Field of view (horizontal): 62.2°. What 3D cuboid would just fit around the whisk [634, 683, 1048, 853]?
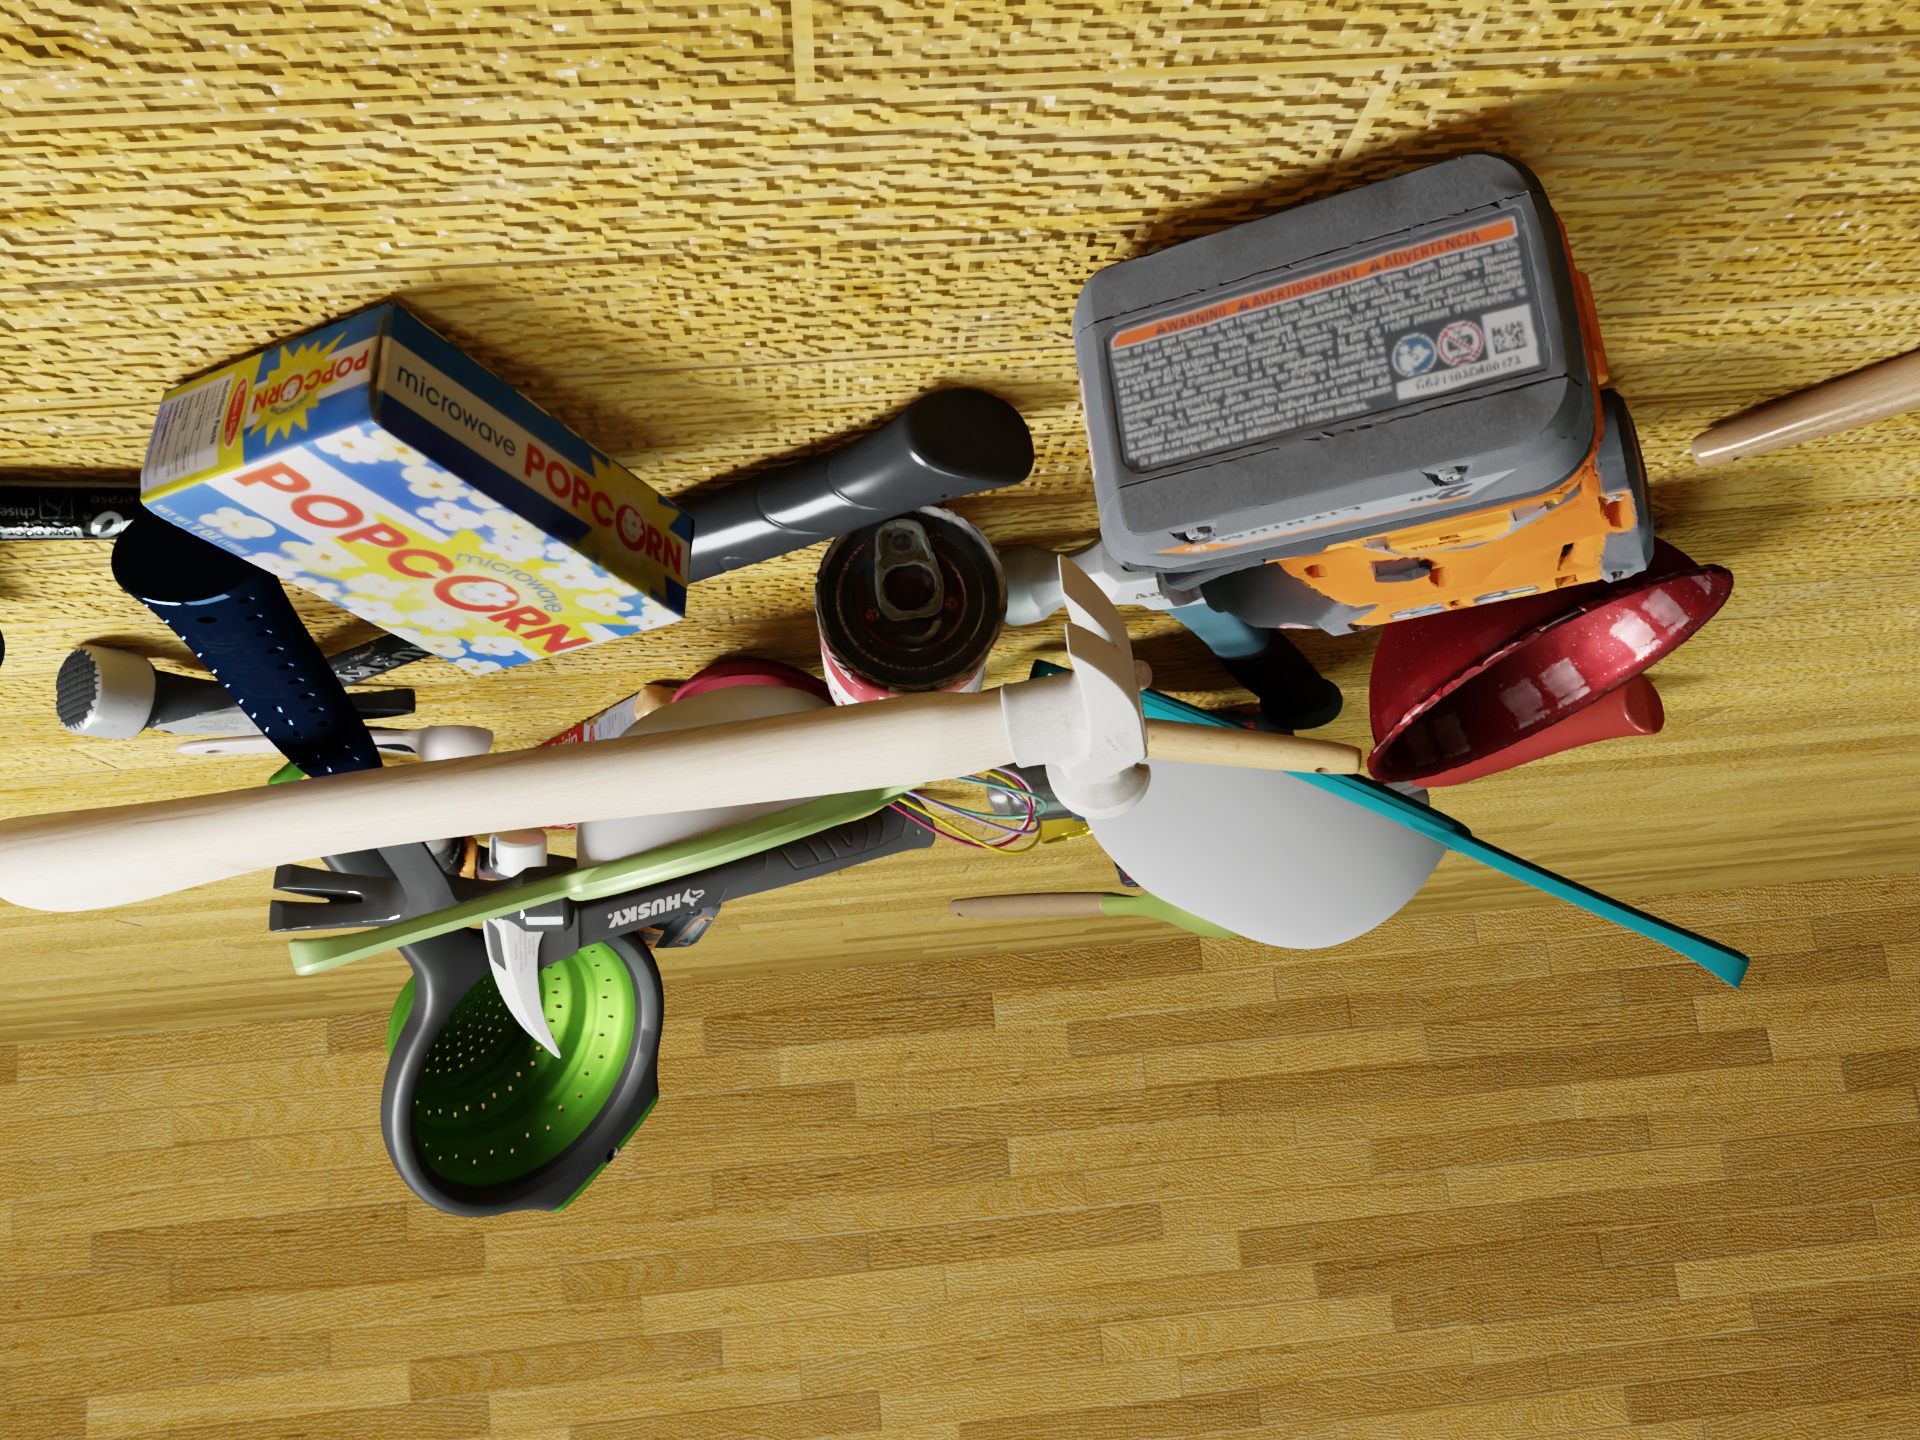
[{"bbox_3d":[-0.053,0.026,0.825,0.244,0.047,0.051,18,166,-31],"label":"whisk"}]

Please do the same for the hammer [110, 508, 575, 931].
[{"bbox_3d":[-0.247,0.025,0.631,0.144,0.035,0.405,0,159,-7],"label":"hammer"}]

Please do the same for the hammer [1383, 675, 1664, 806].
[{"bbox_3d":[0.353,0.031,1.128,0.149,0.037,0.359,-2,167,-18],"label":"hammer"}]

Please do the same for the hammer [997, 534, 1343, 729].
[{"bbox_3d":[0.131,-0.036,0.739,0.128,0.033,0.330,-9,167,21],"label":"hammer"}]

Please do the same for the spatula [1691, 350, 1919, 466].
[{"bbox_3d":[0.369,-0.118,0.450,0.082,0.044,0.317,1,167,-43],"label":"spatula"}]

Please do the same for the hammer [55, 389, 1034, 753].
[{"bbox_3d":[-0.153,-0.042,0.583,0.409,0.036,0.149,-14,166,32],"label":"hammer"}]

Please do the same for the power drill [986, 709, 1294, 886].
[{"bbox_3d":[0.124,0.052,1.039,0.188,0.080,0.226,-8,164,9],"label":"power drill"}]

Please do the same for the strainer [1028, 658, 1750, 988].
[{"bbox_3d":[0.187,0.078,0.764,0.341,0.095,0.210,25,-178,33],"label":"strainer"}]

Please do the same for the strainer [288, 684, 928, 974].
[{"bbox_3d":[-0.149,0.036,0.657,0.256,0.069,0.151,-16,-179,-27],"label":"strainer"}]

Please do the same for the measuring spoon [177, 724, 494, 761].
[{"bbox_3d":[-0.259,0.015,0.667,0.124,0.018,0.034,-2,168,-22],"label":"measuring spoon"}]

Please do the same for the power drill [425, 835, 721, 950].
[{"bbox_3d":[-0.275,0.095,1.052,0.226,0.084,0.185,4,157,-18],"label":"power drill"}]

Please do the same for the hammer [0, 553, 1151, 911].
[{"bbox_3d":[-0.143,0.019,0.539,0.410,0.038,0.146,-8,158,7],"label":"hammer"}]

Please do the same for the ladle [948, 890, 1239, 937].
[{"bbox_3d":[0.088,0.112,1.056,0.078,0.062,0.320,41,154,-22],"label":"ladle"}]

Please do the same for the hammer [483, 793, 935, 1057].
[{"bbox_3d":[-0.148,0.107,1.030,0.334,0.146,0.035,-13,-153,-41],"label":"hammer"}]

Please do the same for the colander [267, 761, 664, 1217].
[{"bbox_3d":[-0.320,0.149,0.972,0.095,0.204,0.396,20,146,35],"label":"colander"}]

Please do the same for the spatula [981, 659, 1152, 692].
[{"bbox_3d":[-0.001,-0.003,0.803,0.059,0.018,0.316,5,171,-29],"label":"spatula"}]

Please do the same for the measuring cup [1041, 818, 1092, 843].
[{"bbox_3d":[0.131,0.061,1.216,0.156,0.029,0.062,-14,170,-16],"label":"measuring cup"}]

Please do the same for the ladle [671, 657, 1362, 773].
[{"bbox_3d":[0.017,0.001,0.708,0.315,0.031,0.069,6,158,19],"label":"ladle"}]

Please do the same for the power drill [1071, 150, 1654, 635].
[{"bbox_3d":[0.112,-0.071,0.470,0.164,0.084,0.226,-11,170,24],"label":"power drill"}]
